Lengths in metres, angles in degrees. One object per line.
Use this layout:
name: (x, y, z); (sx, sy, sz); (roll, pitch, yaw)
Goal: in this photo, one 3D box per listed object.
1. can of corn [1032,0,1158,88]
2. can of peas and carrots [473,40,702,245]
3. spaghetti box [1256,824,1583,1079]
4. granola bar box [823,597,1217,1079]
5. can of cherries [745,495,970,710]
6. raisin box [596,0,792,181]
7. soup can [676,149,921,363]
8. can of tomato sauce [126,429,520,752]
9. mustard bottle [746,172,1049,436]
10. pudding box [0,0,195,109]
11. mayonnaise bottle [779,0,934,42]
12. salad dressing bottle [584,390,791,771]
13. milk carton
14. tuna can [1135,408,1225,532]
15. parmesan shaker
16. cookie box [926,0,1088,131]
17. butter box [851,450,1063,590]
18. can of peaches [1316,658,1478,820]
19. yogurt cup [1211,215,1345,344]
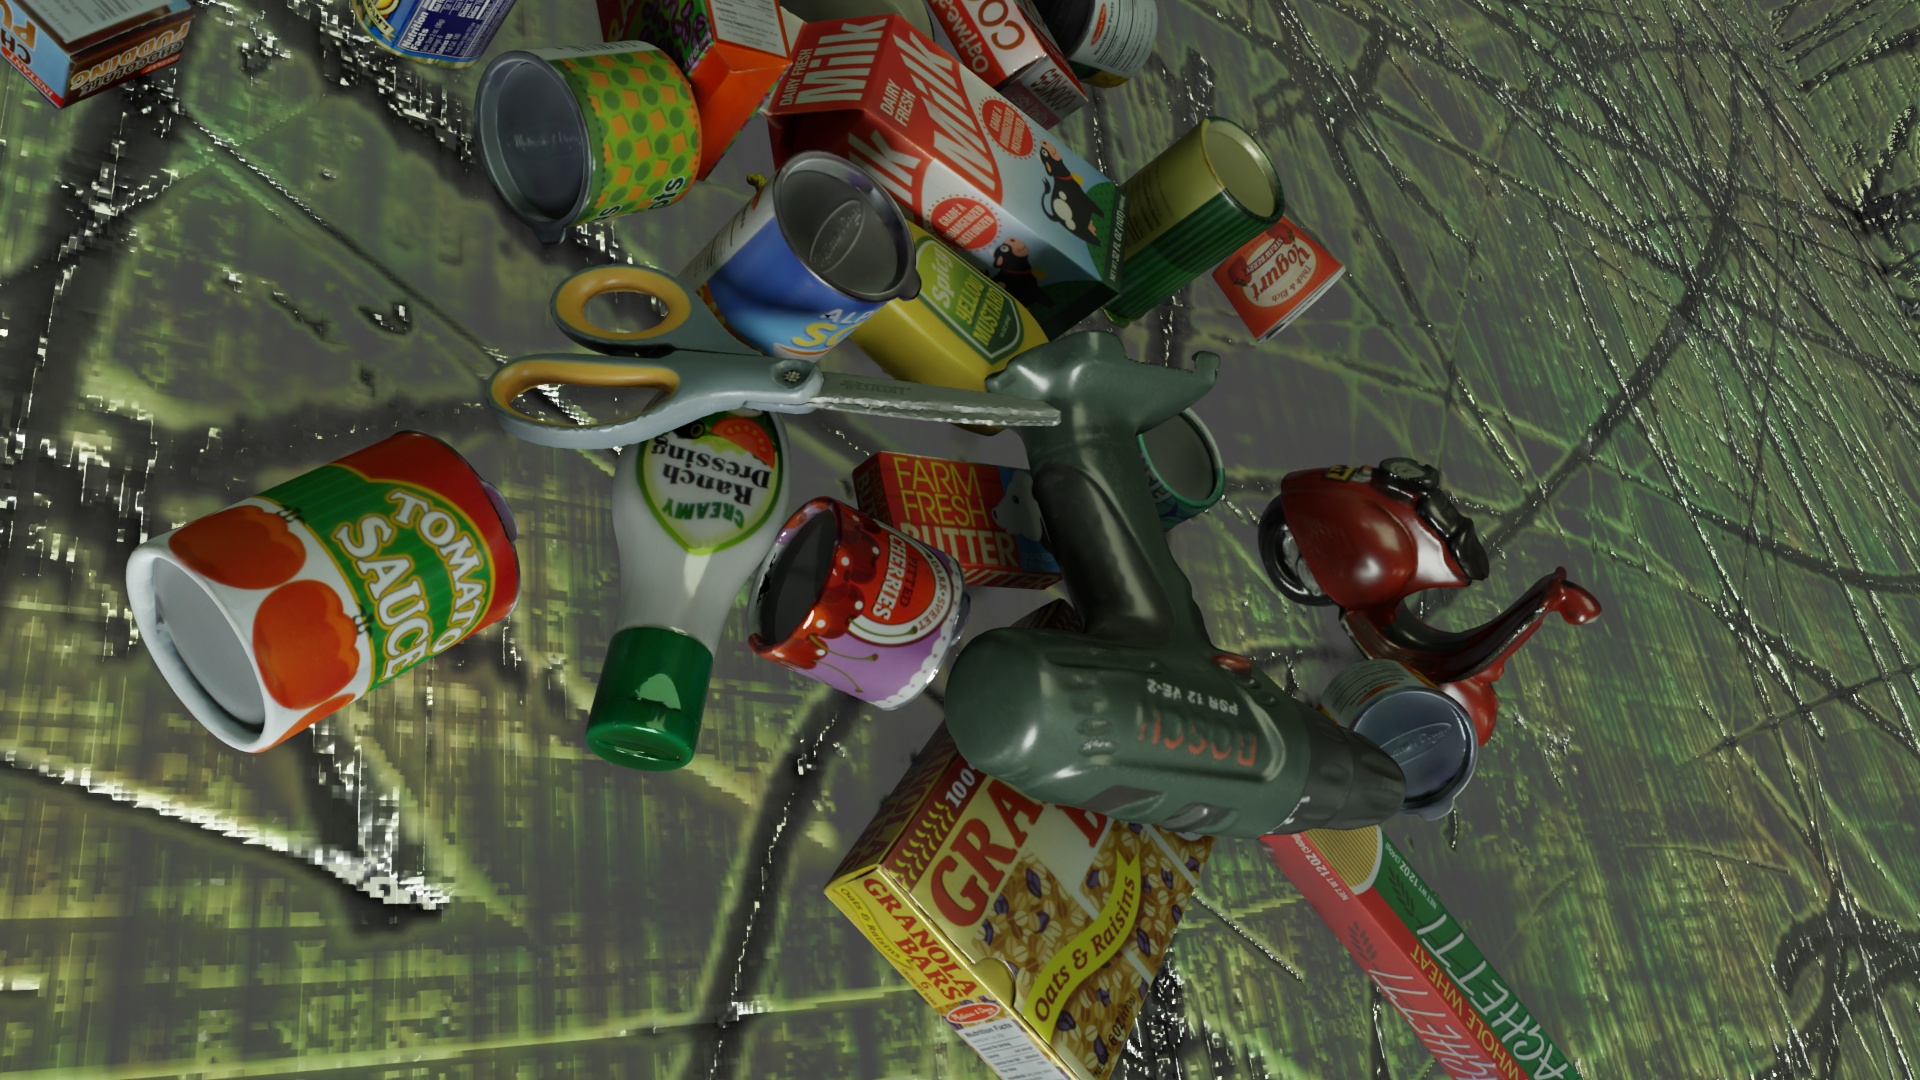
can of corn: (0.071, -0.304, 0.812); (0.058, 0.071, 0.071); (-2, 69, -43)
can of peas and carrots: (-0.142, -0.155, 0.537); (0.059, 0.070, 0.071); (-29, 89, -47)
spaghetti box: (0.239, 0.220, 0.697); (0.250, 0.028, 0.050); (50, 45, -8)
granola bar box: (0.037, 0.120, 0.563); (0.124, 0.039, 0.166); (49, 44, -10)
can of cherries: (-0.039, 0.023, 0.525); (0.058, 0.071, 0.072); (28, 51, -28)
raisin box: (-0.118, -0.228, 0.584); (0.040, 0.085, 0.123); (1, 67, -37)
soup can: (-0.067, -0.104, 0.562); (0.071, 0.083, 0.071); (21, 55, -33)
can of tomato sauce: (-0.182, 0.013, 0.404); (0.083, 0.071, 0.071); (-36, 93, -46)
mustard bottle: (-0.030, -0.113, 0.625); (0.160, 0.048, 0.066); (36, 45, -22)
pudding box: (-0.295, -0.185, 0.440); (0.083, 0.030, 0.050); (47, 46, -12)
mayonnaise bottle: (-0.050, -0.257, 0.681); (0.148, 0.064, 0.041); (48, 36, -17)
salad dressing bottle: (-0.099, 0.008, 0.498); (0.064, 0.043, 0.148); (17, 56, -16)
milk carton: (-0.015, -0.173, 0.655); (0.190, 0.073, 0.073); (31, 50, -25)
tuna can: (0.101, -0.039, 0.714); (0.071, 0.032, 0.071); (21, 54, -33)
parmesan shaker: (0.115, -0.169, 0.748); (0.071, 0.102, 0.071); (21, 55, -33)
cookie box: (0.000, -0.301, 0.731); (0.167, 0.040, 0.123); (60, 17, 2)
butter box: (0.002, -0.008, 0.614); (0.104, 0.024, 0.053); (4, 64, -41)
can of peaches: (0.221, 0.100, 0.707); (0.071, 0.071, 0.058); (51, 6, -8)
yogurt cup: (0.190, -0.160, 0.840); (0.054, 0.072, 0.073); (48, 44, 0)
